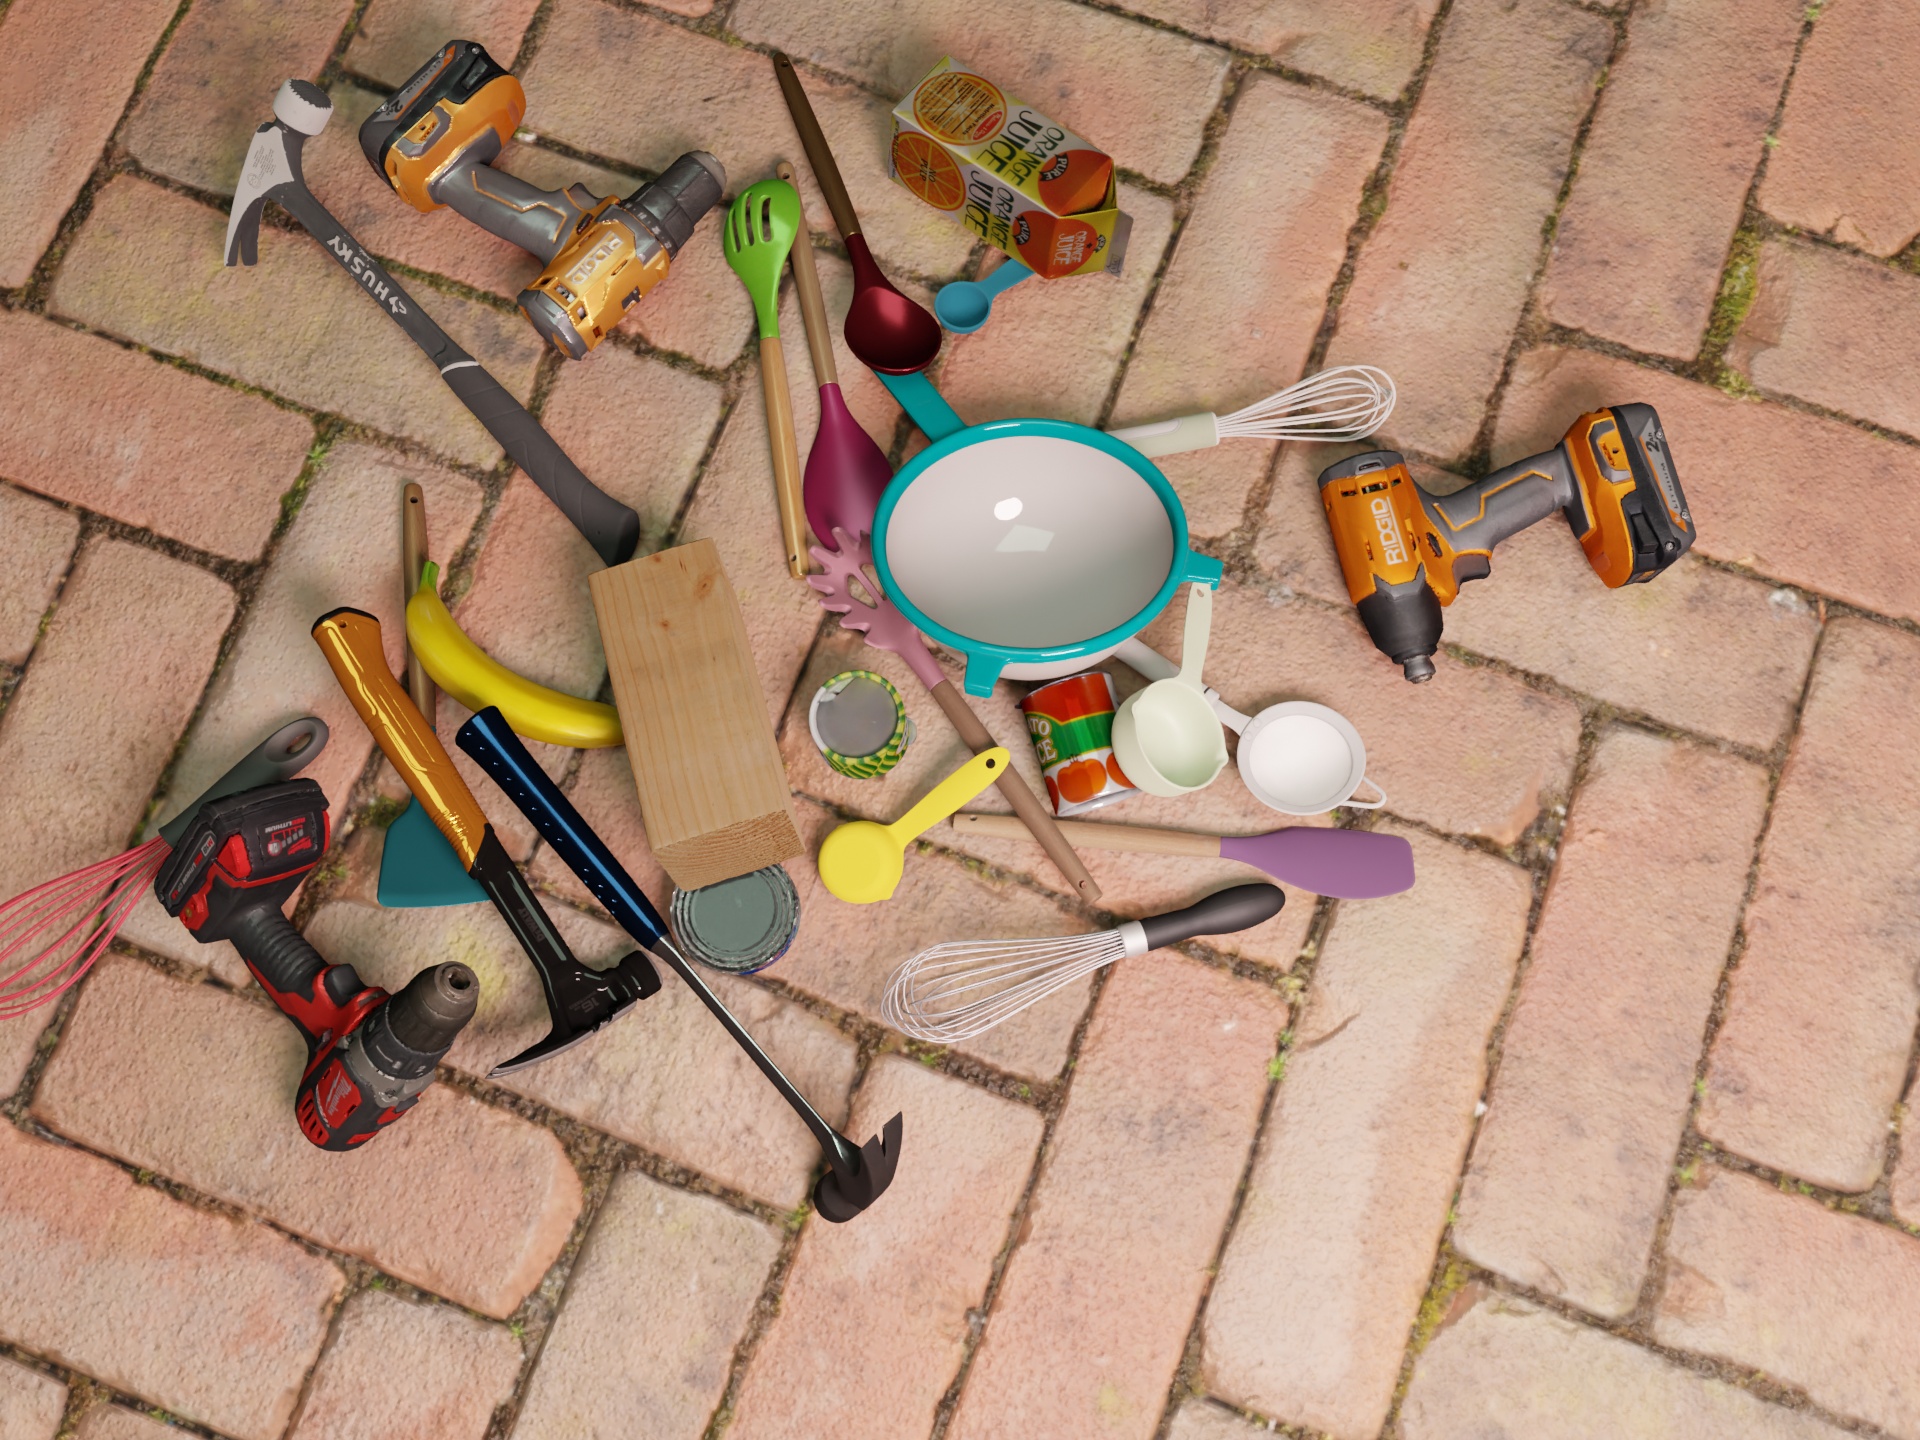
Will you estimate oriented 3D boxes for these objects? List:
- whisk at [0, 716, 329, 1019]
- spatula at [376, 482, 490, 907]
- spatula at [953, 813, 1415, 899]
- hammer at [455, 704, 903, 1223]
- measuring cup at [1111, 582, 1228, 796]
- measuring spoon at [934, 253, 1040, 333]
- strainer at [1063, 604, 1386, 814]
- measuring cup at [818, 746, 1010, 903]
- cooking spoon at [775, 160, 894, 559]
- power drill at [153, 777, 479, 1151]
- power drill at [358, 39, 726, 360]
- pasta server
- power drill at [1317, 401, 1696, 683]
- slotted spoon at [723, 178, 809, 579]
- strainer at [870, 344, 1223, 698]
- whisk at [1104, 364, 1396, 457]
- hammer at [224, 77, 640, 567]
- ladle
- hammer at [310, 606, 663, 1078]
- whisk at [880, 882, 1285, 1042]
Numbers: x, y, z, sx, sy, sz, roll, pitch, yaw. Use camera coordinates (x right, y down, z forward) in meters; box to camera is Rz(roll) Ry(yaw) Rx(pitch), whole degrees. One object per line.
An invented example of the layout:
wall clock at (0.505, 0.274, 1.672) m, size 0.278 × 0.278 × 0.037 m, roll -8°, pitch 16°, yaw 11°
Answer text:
whisk at (-0.557, 0.097, 1.088) m, size 0.296 × 0.073 × 0.073 m, roll -41°, pitch 80°, yaw -14°
spatula at (-0.374, -0.023, 1.116) m, size 0.082 × 0.044 × 0.318 m, roll -2°, pitch 74°, yaw -24°
spatula at (0.152, 0.086, 1.090) m, size 0.316 × 0.018 × 0.060 m, roll 6°, pitch 48°, yaw 4°
hammer at (-0.183, 0.148, 1.018) m, size 0.035 × 0.144 × 0.405 m, roll -37°, pitch 80°, yaw -32°
measuring cup at (0.144, -0.025, 1.075) m, size 0.083 × 0.038 × 0.168 m, roll 27°, pitch 58°, yaw -24°
measuring spoon at (0.035, -0.327, 1.192) m, size 0.128 × 0.021 × 0.042 m, roll -36°, pitch 75°, yaw -16°
strainer at (0.178, -0.009, 1.105) m, size 0.258 × 0.050 × 0.087 m, roll 35°, pitch 71°, yaw 14°
measuring cup at (-0.031, 0.067, 1.075) m, size 0.156 × 0.029 × 0.062 m, roll -38°, pitch 79°, yaw 10°
cooking spoon at (-0.103, -0.270, 1.178) m, size 0.069 × 0.017 × 0.319 m, roll -12°, pitch 78°, yaw 0°
power drill at (-0.406, 0.147, 1.022) m, size 0.188 × 0.080 × 0.227 m, roll -43°, pitch 77°, yaw 32°
power drill at (-0.303, -0.402, 1.182) m, size 0.226 × 0.084 × 0.185 m, roll 41°, pitch 81°, yaw 5°
pasta server at (-0.002, -0.004, 1.097) m, size 0.060 × 0.040 × 0.316 m, roll -39°, pitch 75°, yaw 10°
power drill at (0.379, -0.123, 1.107) m, size 0.226 × 0.084 × 0.164 m, roll -13°, pitch 78°, yaw 3°
slotted spoon at (-0.135, -0.255, 1.168) m, size 0.070 × 0.031 × 0.314 m, roll -13°, pitch 79°, yaw 27°
strainer at (0.015, -0.146, 1.122) m, size 0.211 × 0.095 × 0.341 m, roll -26°, pitch 57°, yaw -15°
whisk at (0.191, -0.213, 1.147) m, size 0.246 × 0.059 × 0.058 m, roll -10°, pitch 39°, yaw 3°
hammer at (-0.380, -0.265, 1.153) m, size 0.409 × 0.036 × 0.149 m, roll 47°, pitch 118°, yaw 4°
ladle at (-0.088, -0.378, 1.181) m, size 0.069 × 0.031 × 0.316 m, roll -15°, pitch 69°, yaw -15°
hammer at (-0.340, 0.071, 1.060) m, size 0.127 × 0.034 × 0.337 m, roll -31°, pitch 83°, yaw -32°
whisk at (0.084, 0.154, 1.063) m, size 0.284 × 0.070 × 0.070 m, roll -15°, pitch 78°, yaw -7°
